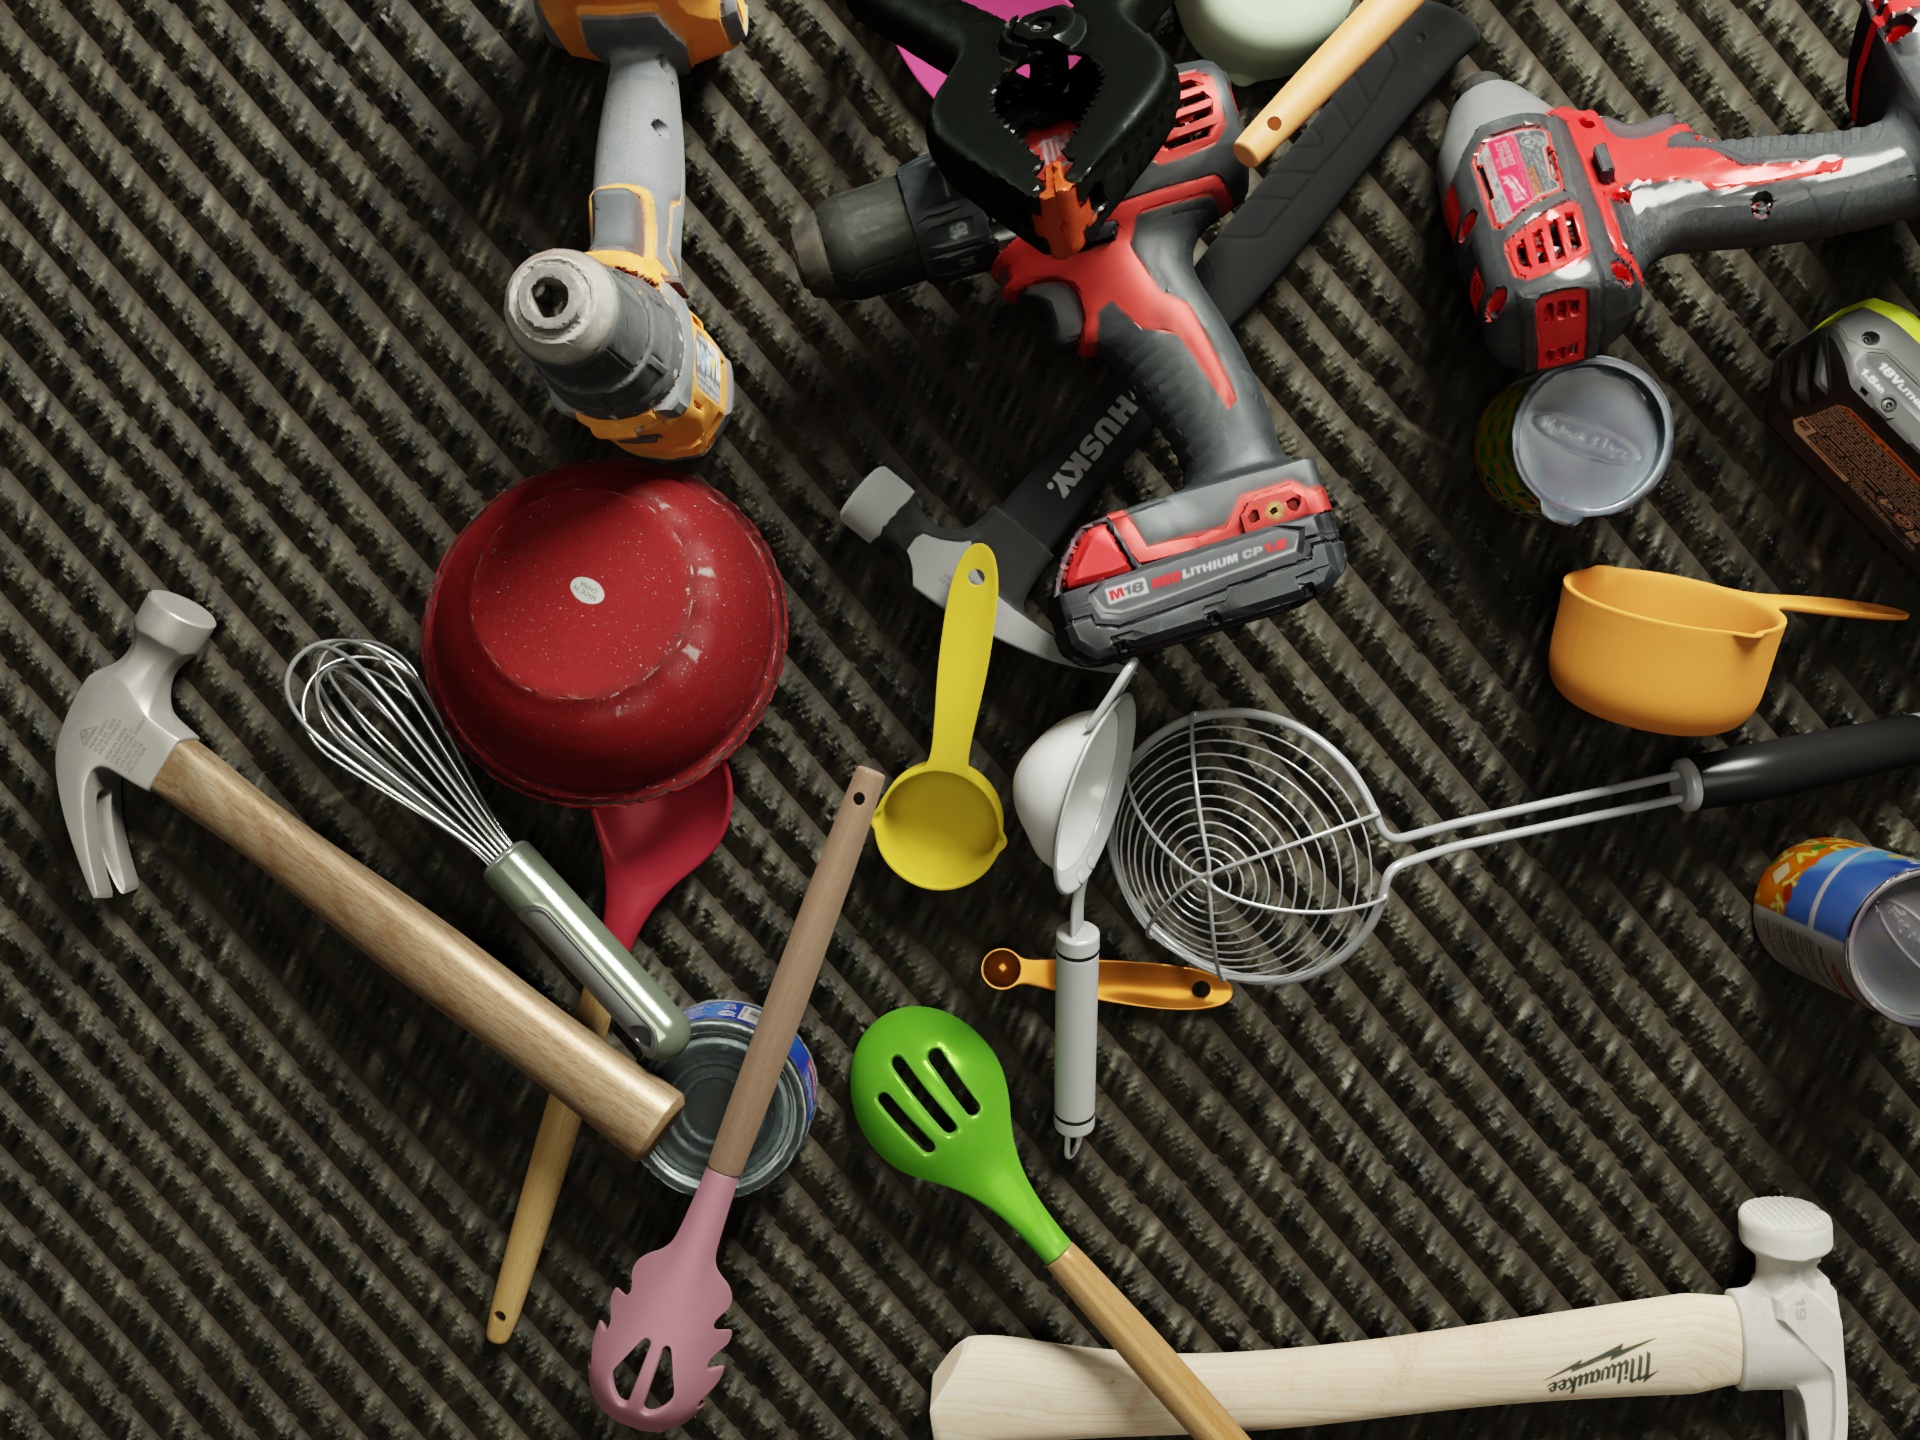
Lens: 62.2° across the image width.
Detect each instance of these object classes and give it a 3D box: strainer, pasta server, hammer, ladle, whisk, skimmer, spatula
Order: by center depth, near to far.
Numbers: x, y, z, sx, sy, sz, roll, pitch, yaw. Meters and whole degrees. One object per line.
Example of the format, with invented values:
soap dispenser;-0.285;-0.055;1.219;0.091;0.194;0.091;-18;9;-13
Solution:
spatula;0.215;-0.329;0.636;0.081;0.041;0.322;44;81;-2
strainer;0.048;0.087;0.679;0.050;0.087;0.258;11;119;23
hammer;0.107;-0.171;0.693;0.146;0.035;0.335;39;94;-1
pasta server;-0.093;0.169;0.697;0.060;0.040;0.316;20;91;0
whisk;-0.206;0.056;0.700;0.246;0.059;0.057;46;133;5
skimmer;0.250;0.033;0.708;0.363;0.090;0.127;-11;102;-8
hammer;-0.265;0.087;0.710;0.331;0.031;0.130;35;97;6
hammer;0.192;0.310;0.730;0.410;0.038;0.146;-6;96;3
ladle;-0.170;0.143;0.731;0.069;0.031;0.315;19;97;9

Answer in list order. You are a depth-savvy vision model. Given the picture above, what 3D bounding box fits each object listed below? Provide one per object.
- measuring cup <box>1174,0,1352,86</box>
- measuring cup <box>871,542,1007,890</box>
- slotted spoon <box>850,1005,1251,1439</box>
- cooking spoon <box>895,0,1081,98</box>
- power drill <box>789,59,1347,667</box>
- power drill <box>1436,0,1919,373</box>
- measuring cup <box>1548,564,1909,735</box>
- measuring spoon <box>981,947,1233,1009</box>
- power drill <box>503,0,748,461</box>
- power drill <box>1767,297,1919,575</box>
measuring cup;0.088;-0.328;0.677;0.167;0.038;0.083;14;95;-2
measuring cup;-0.001;-0.002;0.702;0.062;0.029;0.156;10;104;4
slotted spoon;0.063;0.255;0.706;0.070;0.031;0.314;-42;83;-1
cooking spoon;-0.073;-0.349;0.691;0.319;0.017;0.069;33;95;-2
power drill;0.045;-0.137;0.643;0.188;0.080;0.227;-16;88;4
power drill;0.306;-0.230;0.637;0.219;0.078;0.143;-13;59;14
measuring cup;0.334;-0.028;0.685;0.173;0.095;0.052;0;112;-19
measuring spoon;0.067;0.119;0.732;0.117;0.011;0.021;6;95;-2
power drill;-0.135;-0.223;0.623;0.084;0.185;0.226;0;92;3
power drill;0.463;-0.180;0.663;0.223;0.080;0.171;-43;88;1
